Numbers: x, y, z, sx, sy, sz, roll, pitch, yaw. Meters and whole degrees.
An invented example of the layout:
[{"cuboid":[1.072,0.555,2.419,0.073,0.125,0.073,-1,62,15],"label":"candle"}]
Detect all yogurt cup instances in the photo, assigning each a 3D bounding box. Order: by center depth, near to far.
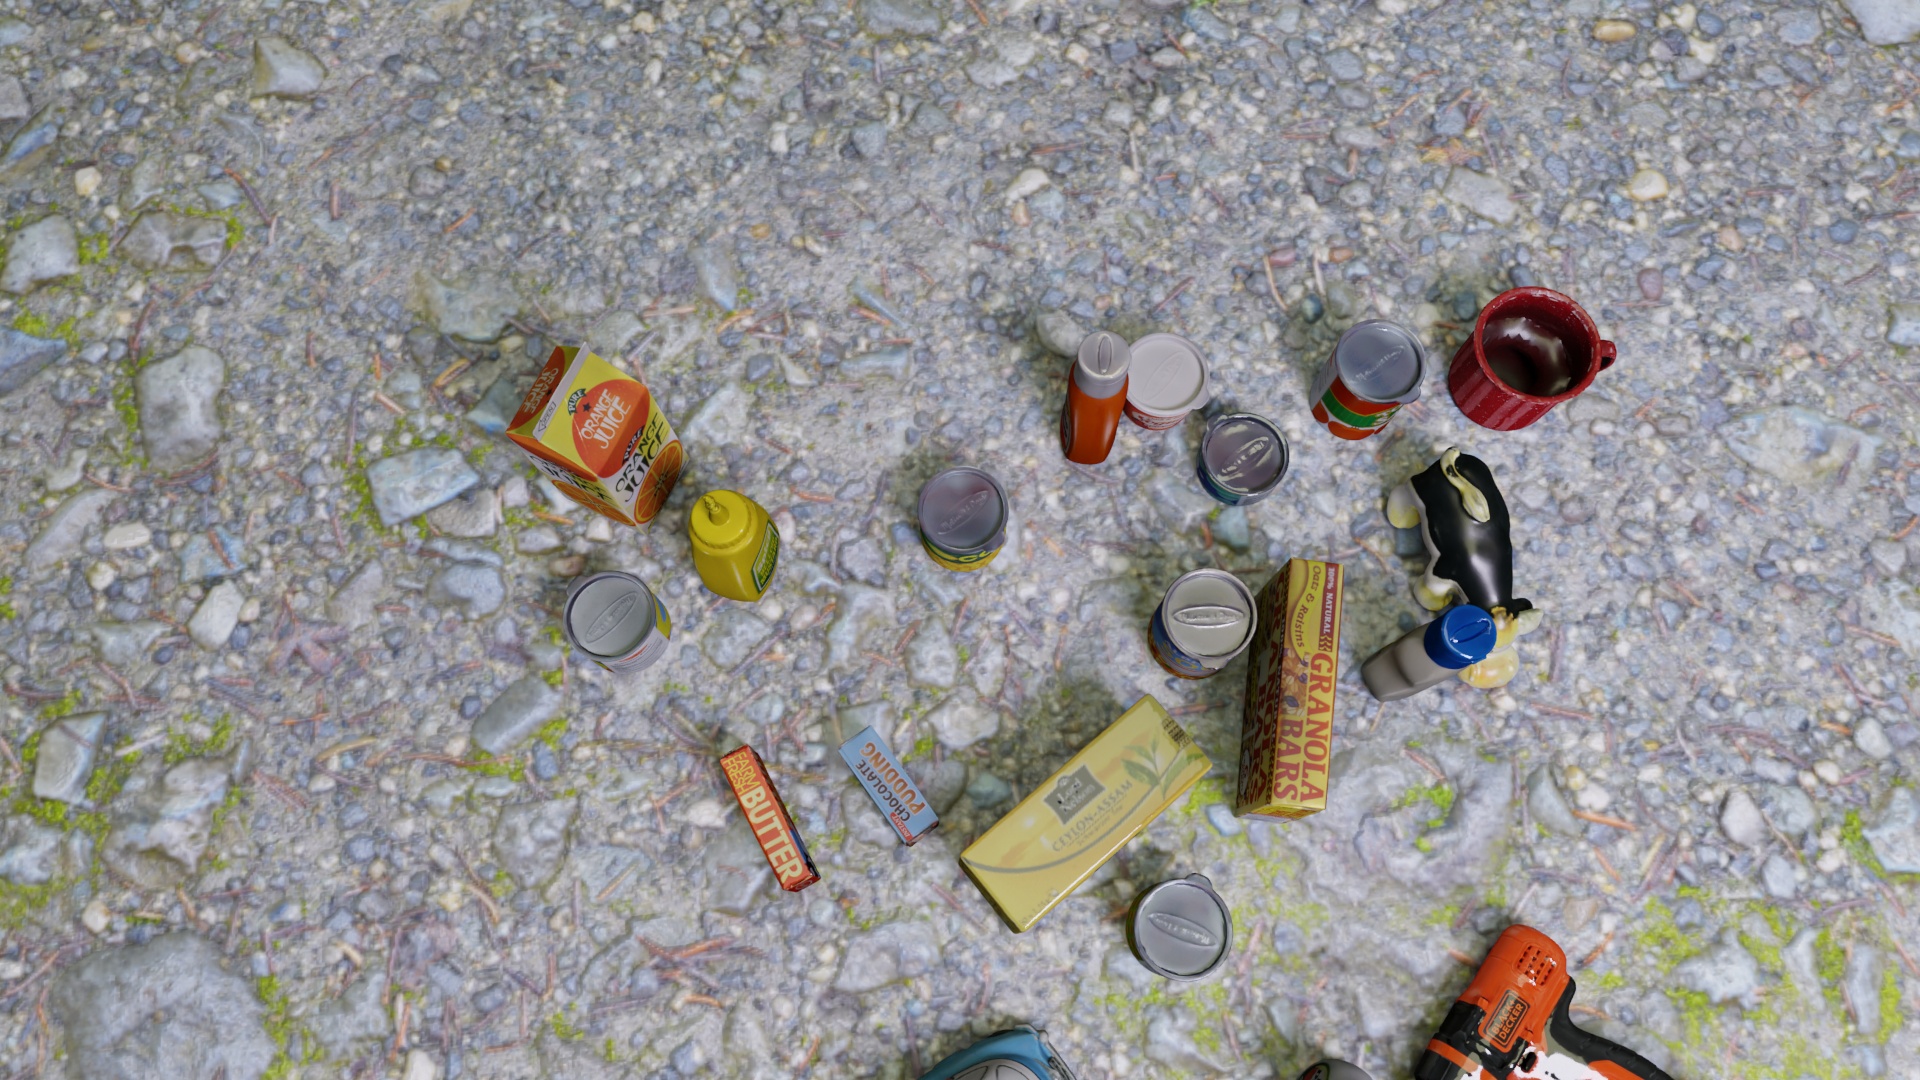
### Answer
[{"cuboid":[0.152,-0.118,1.057,0.072,0.053,0.072,0,74,0],"label":"yogurt cup"}]

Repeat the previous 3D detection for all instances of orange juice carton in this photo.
[{"cuboid":[-0.255,-0.073,0.973,0.073,0.192,0.072,25,76,7],"label":"orange juice carton"}]

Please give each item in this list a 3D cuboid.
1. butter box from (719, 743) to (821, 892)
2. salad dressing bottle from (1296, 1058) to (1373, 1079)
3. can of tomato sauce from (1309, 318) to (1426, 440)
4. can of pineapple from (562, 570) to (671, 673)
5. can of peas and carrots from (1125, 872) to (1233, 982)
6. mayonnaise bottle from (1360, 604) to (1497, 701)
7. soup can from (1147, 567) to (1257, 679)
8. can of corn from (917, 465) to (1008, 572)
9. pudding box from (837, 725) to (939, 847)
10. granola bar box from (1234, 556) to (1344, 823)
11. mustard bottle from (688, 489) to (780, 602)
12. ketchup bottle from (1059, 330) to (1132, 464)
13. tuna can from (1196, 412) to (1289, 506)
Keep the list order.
[{"cuboid":[-0.133,0.194,0.969,0.024,0.053,0.103,-28,76,-7],"label":"butter box"},{"cuboid":[0.244,0.363,0.871,0.044,0.147,0.064,20,76,6],"label":"salad dressing bottle"},{"cuboid":[0.305,-0.118,1.042,0.071,0.083,0.071,0,74,0],"label":"can of tomato sauce"},{"cuboid":[-0.248,0.059,1.005,0.071,0.057,0.071,0,74,0],"label":"can of pineapple"},{"cuboid":[0.148,0.262,0.946,0.071,0.058,0.071,0,74,0],"label":"can of peas and carrots"},{"cuboid":[0.324,0.077,0.953,0.065,0.147,0.041,-24,76,-6],"label":"mayonnaise bottle"},{"cuboid":[0.171,0.064,0.990,0.071,0.083,0.071,0,74,0],"label":"soup can"},{"cuboid":[0.004,-0.013,1.025,0.071,0.058,0.071,0,74,0],"label":"can of corn"},{"cuboid":[-0.050,0.173,0.977,0.030,0.049,0.084,-36,77,-9],"label":"pudding box"},{"cuboid":[0.226,0.107,0.957,0.039,0.124,0.166,8,74,2],"label":"granola bar box"},{"cuboid":[-0.160,-0.001,0.969,0.049,0.160,0.065,14,75,4],"label":"mustard bottle"},{"cuboid":[0.098,-0.106,1.005,0.043,0.148,0.065,4,75,1],"label":"ketchup bottle"},{"cuboid":[0.211,-0.063,1.053,0.071,0.032,0.071,0,74,0],"label":"tuna can"}]
